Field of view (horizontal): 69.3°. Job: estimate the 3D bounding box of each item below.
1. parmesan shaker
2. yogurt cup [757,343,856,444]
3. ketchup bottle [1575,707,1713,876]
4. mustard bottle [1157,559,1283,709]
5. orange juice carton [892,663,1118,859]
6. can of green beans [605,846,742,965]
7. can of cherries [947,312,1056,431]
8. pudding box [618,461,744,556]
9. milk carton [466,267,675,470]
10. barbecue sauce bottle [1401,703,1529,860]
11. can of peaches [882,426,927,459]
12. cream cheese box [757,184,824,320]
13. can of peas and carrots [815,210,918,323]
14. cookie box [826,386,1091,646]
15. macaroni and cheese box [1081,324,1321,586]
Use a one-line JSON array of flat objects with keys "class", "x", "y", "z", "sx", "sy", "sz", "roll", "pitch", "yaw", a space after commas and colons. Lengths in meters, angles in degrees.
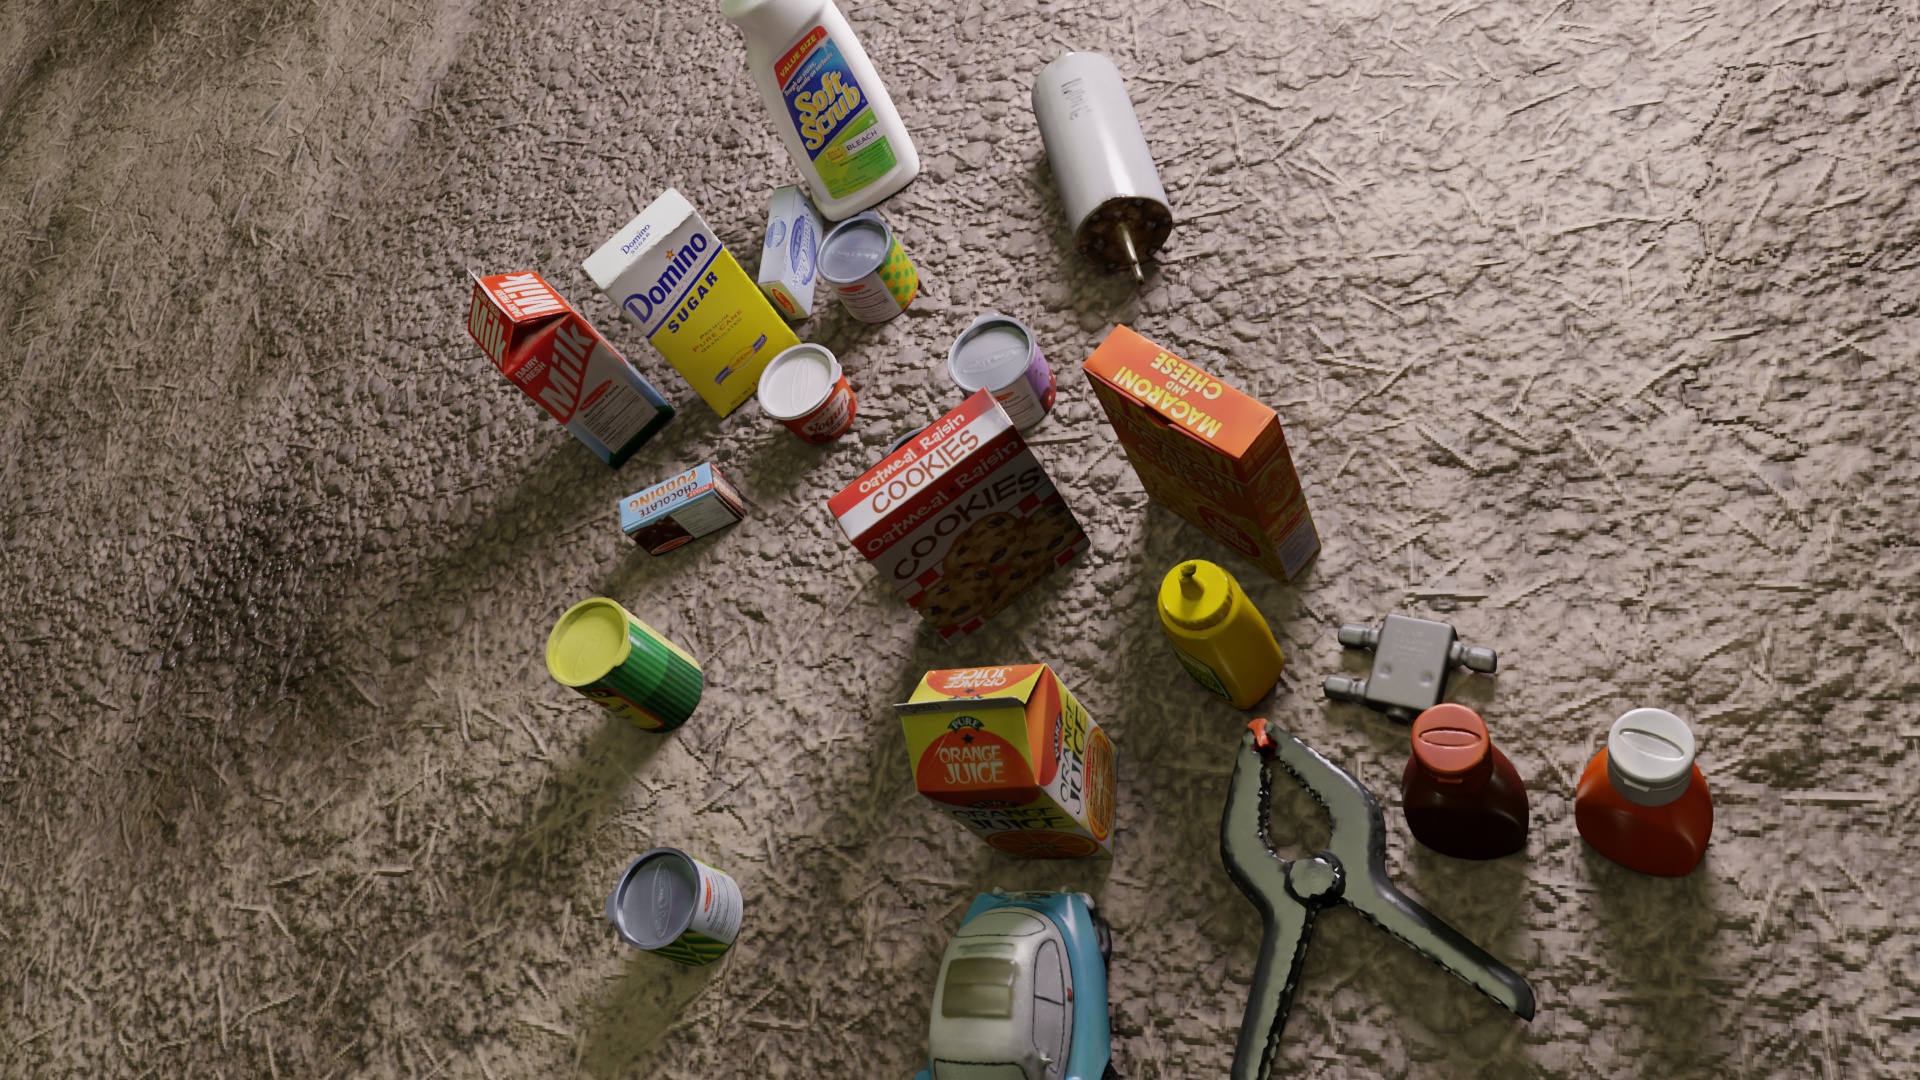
[{"class": "parmesan shaker", "x": -0.236, "y": 0.092, "z": 0.992, "sx": 0.071, "sy": 0.102, "sz": 0.071, "roll": -10, "pitch": 60, "yaw": 19}, {"class": "yogurt cup", "x": -0.116, "y": -0.111, "z": 1.082, "sx": 0.072, "sy": 0.053, "sz": 0.073, "roll": -10, "pitch": 60, "yaw": 18}, {"class": "ketchup bottle", "x": 0.342, "y": 0.126, "z": 0.693, "sx": 0.065, "sy": 0.148, "sz": 0.043, "roll": 20, "pitch": 73, "yaw": 31}, {"class": "mustard bottle", "x": 0.146, "y": 0.049, "z": 0.814, "sx": 0.049, "sy": 0.159, "sz": 0.065, "roll": -48, "pitch": 55, "yaw": -6}, {"class": "orange juice carton", "x": 0.031, "y": 0.125, "z": 0.803, "sx": 0.072, "sy": 0.192, "sz": 0.073, "roll": -6, "pitch": 62, "yaw": 21}, {"class": "can of green beans", "x": -0.186, "y": 0.242, "z": 0.916, "sx": 0.071, "sy": 0.057, "sz": 0.071, "roll": -10, "pitch": 60, "yaw": 19}, {"class": "can of cherries", "x": 0.032, "y": -0.124, "z": 1.021, "sx": 0.071, "sy": 0.058, "sz": 0.072, "roll": -10, "pitch": 60, "yaw": 19}, {"class": "pudding box", "x": -0.217, "y": -0.024, "z": 1.081, "sx": 0.083, "sy": 0.049, "sz": 0.030, "roll": -23, "pitch": 57, "yaw": 11}, {"class": "milk carton", "x": -0.318, "y": -0.144, "z": 1.105, "sx": 0.073, "sy": 0.190, "sz": 0.072, "roll": -45, "pitch": 55, "yaw": -4}, {"class": "barbecue sauce bottle", "x": 0.262, "y": 0.128, "z": 0.727, "sx": 0.065, "sy": 0.148, "sz": 0.044, "roll": 0, "pitch": 64, "yaw": 24}, {"class": "can of peaches", "x": -0.015, "y": -0.041, "z": 0.996, "sx": 0.071, "sy": 0.058, "sz": 0.071, "roll": -10, "pitch": 60, "yaw": 19}, {"class": "cream cheese box", "x": -0.141, "y": -0.241, "z": 1.165, "sx": 0.024, "sy": 0.053, "sz": 0.104, "roll": -7, "pitch": 61, "yaw": 21}, {"class": "can of peas and carrots", "x": -0.074, "y": -0.220, "z": 1.120, "sx": 0.071, "sy": 0.058, "sz": 0.071, "roll": -10, "pitch": 60, "yaw": 19}, {"class": "cookie box", "x": 0.003, "y": -0.011, "z": 0.906, "sx": 0.123, "sy": 0.167, "sz": 0.040, "roll": -36, "pitch": 55, "yaw": 2}, {"class": "macaroni and cheese box", "x": 0.152, "y": -0.050, "z": 0.862, "sx": 0.124, "sy": 0.166, "sz": 0.040, "roll": 37, "pitch": 82, "yaw": 34}]
